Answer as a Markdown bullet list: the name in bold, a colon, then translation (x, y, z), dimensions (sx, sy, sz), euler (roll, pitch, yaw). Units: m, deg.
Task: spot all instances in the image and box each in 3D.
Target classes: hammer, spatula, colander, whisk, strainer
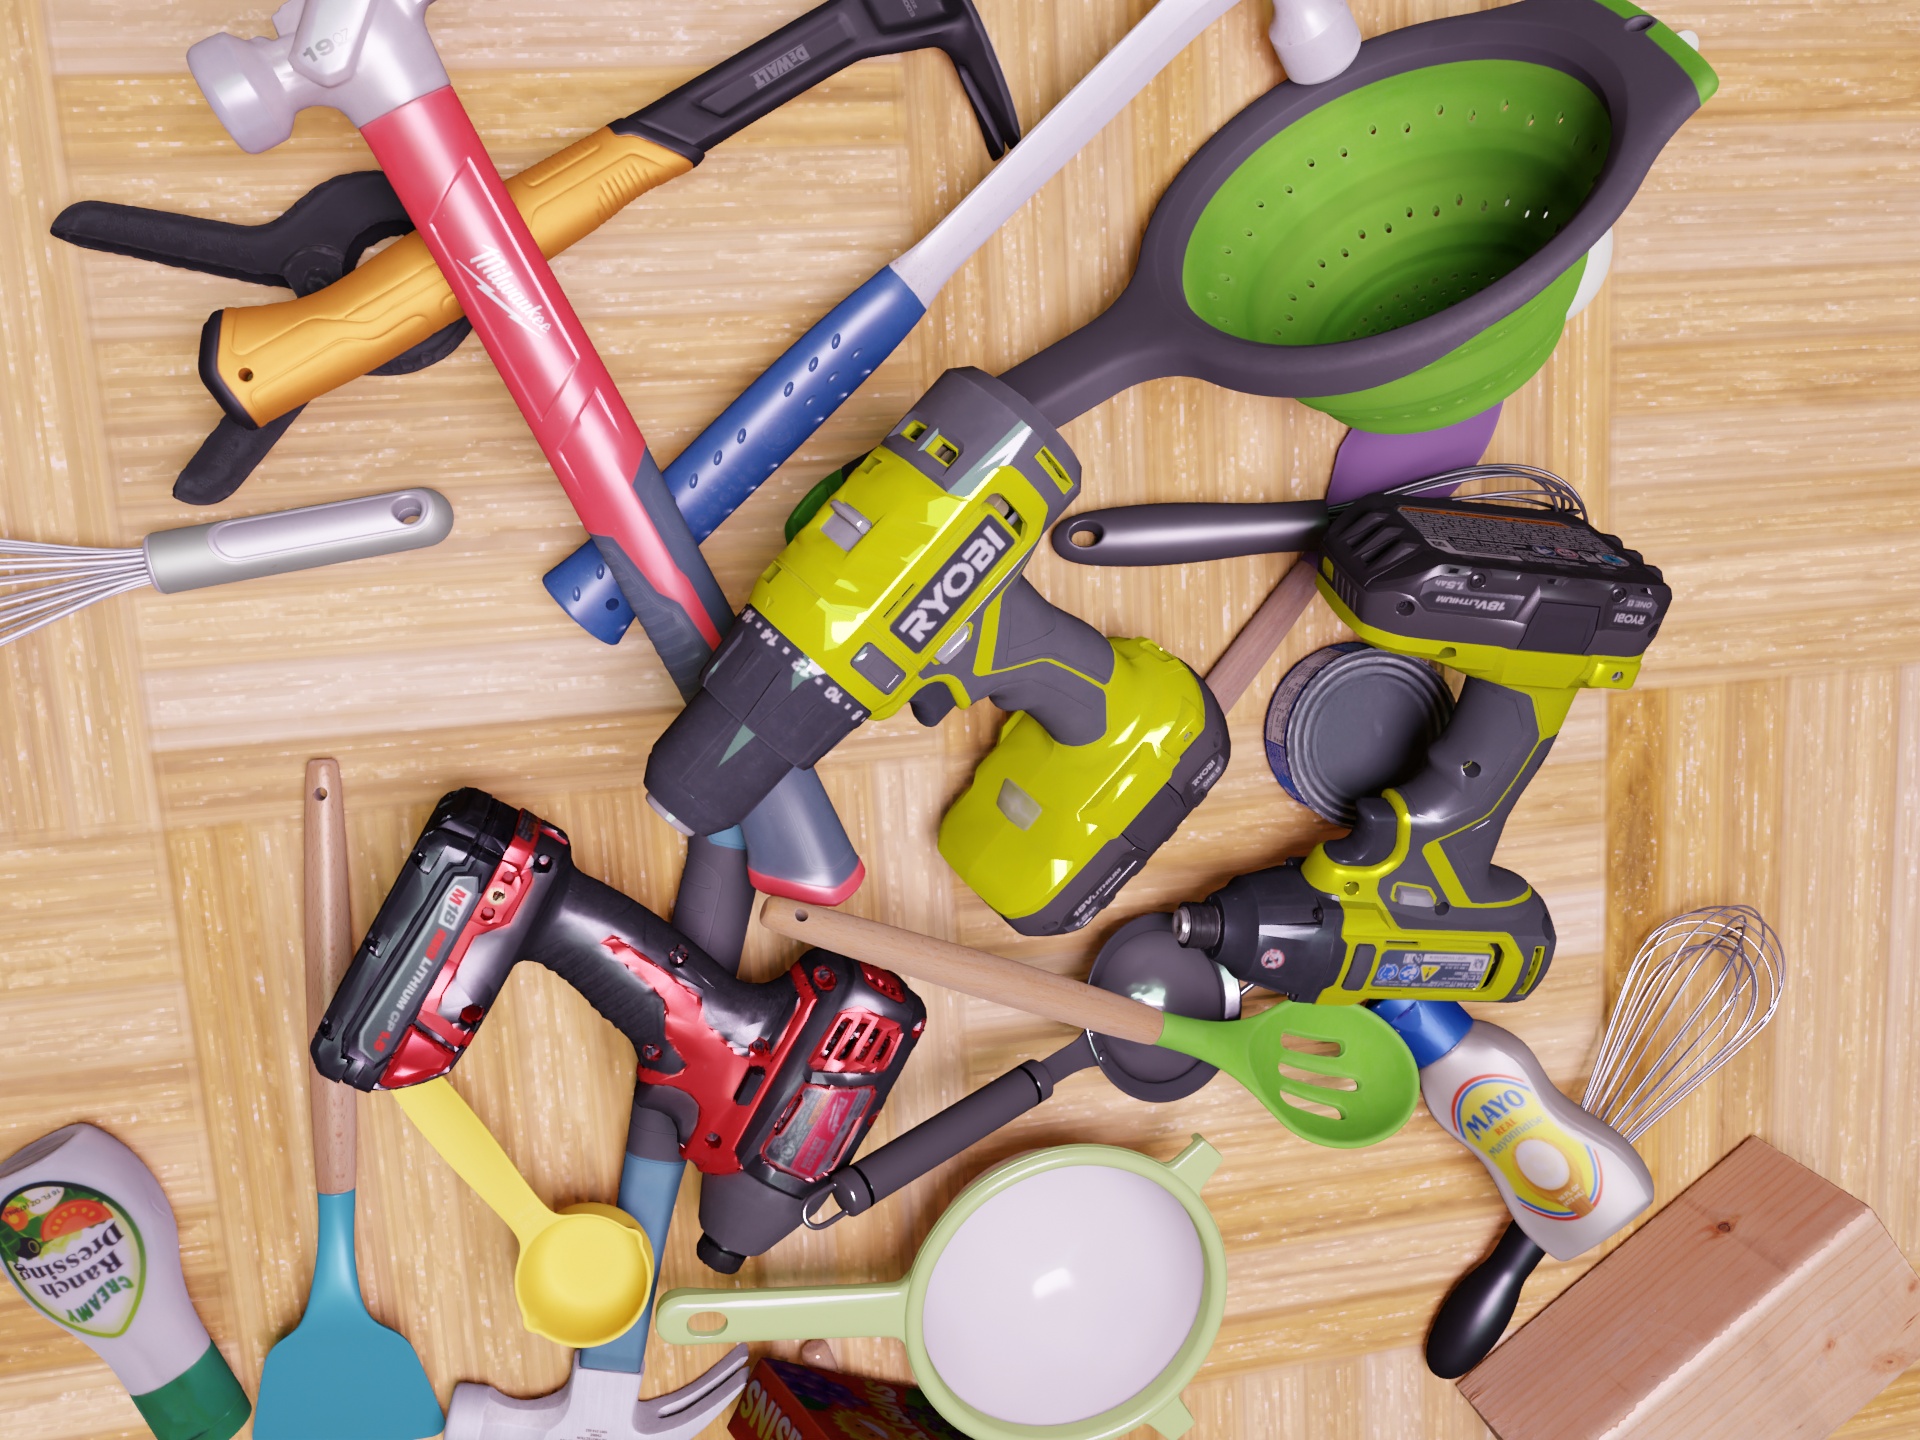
- **hammer**: translation (-0.134, 0.180, 0.709), dimensions (0.128, 0.033, 0.331), euler (12, 96, -12)
- **spatula**: translation (0.149, -0.048, 0.736), dimensions (0.059, 0.018, 0.316), euler (38, 90, -10)
- **colander**: translation (0.113, -0.148, 0.668), dimensions (0.397, 0.205, 0.094), euler (-28, 134, 11)
- **hammer**: translation (-0.017, -0.187, 0.642), dimensions (0.405, 0.035, 0.143), euler (-43, 135, 5)
- **whisk**: translation (0.160, -0.084, 0.707), dimensions (0.239, 0.055, 0.055), euler (-2, 100, 2)
- **hammer**: translation (-0.117, -0.096, 0.608), dimensions (0.143, 0.038, 0.386), euler (-28, 113, -5)
- **strainer**: translation (-0.009, 0.253, 0.727), dimensions (0.256, 0.069, 0.151), euler (1, 102, -11)
- **whisk**: translation (-0.326, -0.061, 0.628), dimensions (0.246, 0.059, 0.058), euler (-12, 74, -13)
- **strainer**: translation (0.036, 0.154, 0.700), dimensions (0.258, 0.050, 0.087), euler (-23, 96, -33)
- **spatula**: translation (-0.271, 0.173, 0.688), dimensions (0.082, 0.044, 0.317), euler (0, 94, -11)
- **whisk**: translation (0.314, 0.212, 0.794), dimensions (0.070, 0.070, 0.284), euler (30, 97, -14)
- **hammer**: translation (-0.136, -0.206, 0.623), dimensions (0.337, 0.034, 0.127), euler (-35, 106, -12)

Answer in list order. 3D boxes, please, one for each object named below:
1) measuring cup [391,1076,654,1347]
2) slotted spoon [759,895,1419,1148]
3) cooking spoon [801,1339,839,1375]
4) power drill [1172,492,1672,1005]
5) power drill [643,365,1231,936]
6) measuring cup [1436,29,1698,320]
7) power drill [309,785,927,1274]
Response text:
- **measuring cup**: translation (-0.191, 0.197, 0.678), dimensions (0.062, 0.029, 0.156), euler (-40, 91, -2)
- **slotted spoon**: translation (0.062, 0.124, 0.686), dimensions (0.313, 0.031, 0.070), euler (19, 60, -18)
- **cooking spoon**: translation (-0.024, 0.442, 0.780), dimensions (0.068, 0.017, 0.318), euler (-19, 102, -10)
- **power drill**: translation (0.192, 0.024, 0.679), dimensions (0.171, 0.080, 0.223), euler (4, 118, -13)
- **power drill**: translation (-0.001, -0.002, 0.624), dimensions (0.190, 0.080, 0.228), euler (-49, 139, 0)
- **measuring cup**: translation (0.286, -0.249, 0.719), dimensions (0.083, 0.038, 0.167), euler (39, 92, -14)
- **power drill**: translation (-0.137, 0.131, 0.649), dimensions (0.219, 0.079, 0.143), euler (28, 93, -15)
